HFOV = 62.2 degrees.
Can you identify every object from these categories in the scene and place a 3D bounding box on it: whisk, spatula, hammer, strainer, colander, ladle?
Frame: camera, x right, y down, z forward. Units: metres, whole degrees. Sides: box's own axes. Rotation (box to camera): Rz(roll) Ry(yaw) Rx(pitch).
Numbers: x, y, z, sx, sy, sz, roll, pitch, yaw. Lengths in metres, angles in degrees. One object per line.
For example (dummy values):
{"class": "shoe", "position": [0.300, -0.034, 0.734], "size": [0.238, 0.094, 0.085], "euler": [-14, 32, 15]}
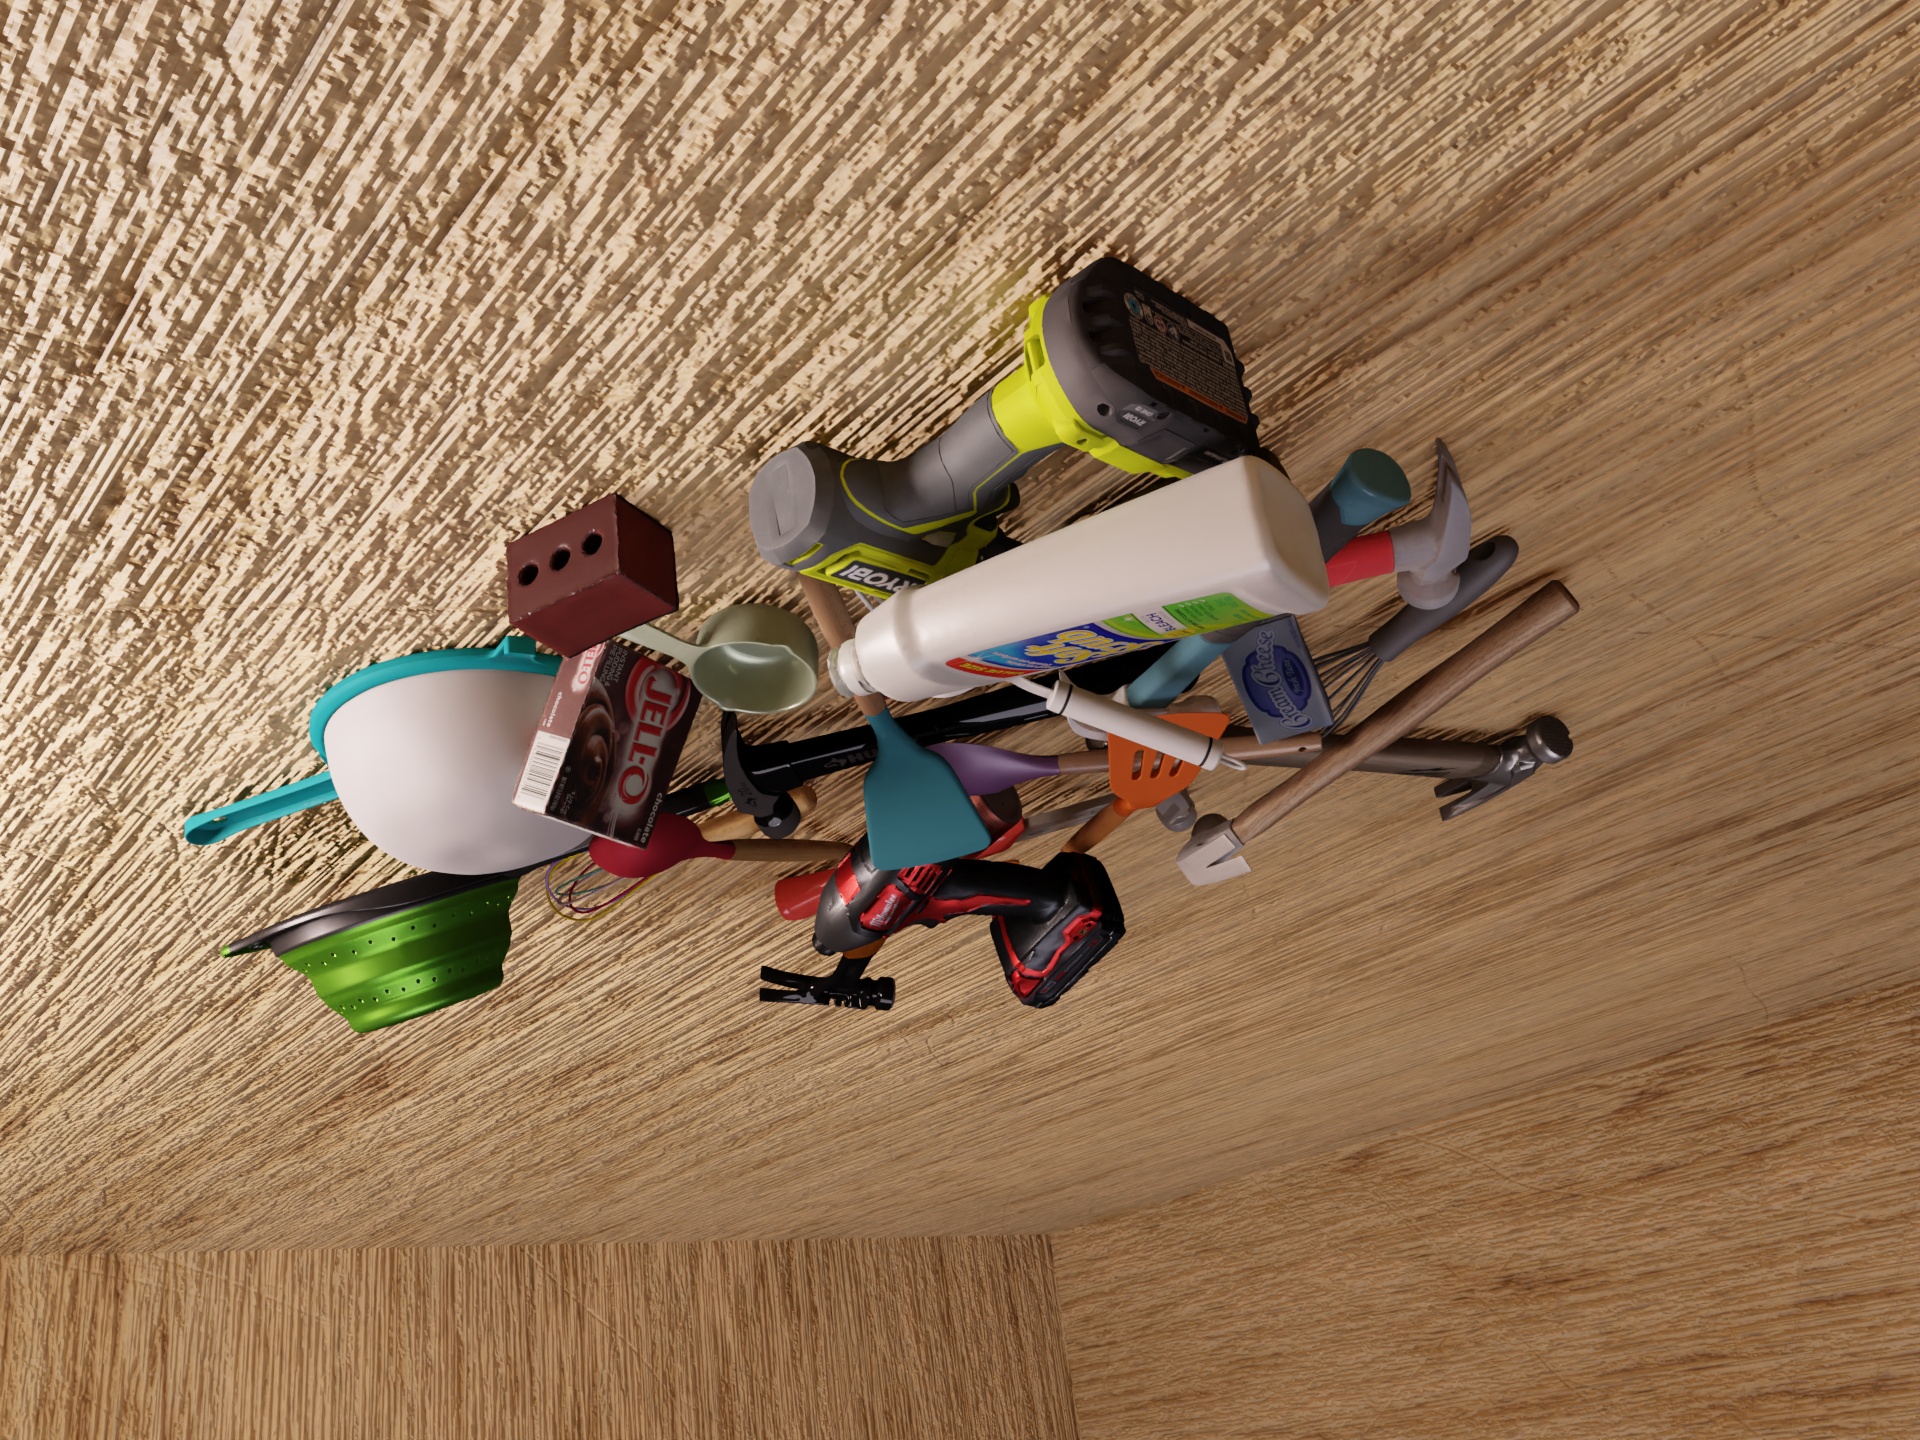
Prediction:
{"class": "whisk", "position": [0.286, -0.052, 1.074], "size": [0.055, 0.055, 0.239], "euler": [8, 145, -31]}
{"class": "spatula", "position": [0.110, 0.058, 1.142], "size": [0.081, 0.041, 0.322], "euler": [-5, 165, -11]}
{"class": "hammer", "position": [0.156, -0.059, 0.918], "size": [0.128, 0.033, 0.331], "euler": [-1, 158, -20]}
{"class": "whisk", "position": [-0.217, 0.102, 1.229], "size": [0.245, 0.047, 0.051], "euler": [-21, 151, 17]}
{"class": "hammer", "position": [0.284, 0.013, 1.113], "size": [0.331, 0.031, 0.130], "euler": [-39, 180, 22]}
{"class": "spatula", "position": [-0.057, -0.016, 0.960], "size": [0.082, 0.044, 0.317], "euler": [-13, 140, 8]}
{"class": "hammer", "position": [0.277, 0.028, 1.243], "size": [0.410, 0.038, 0.146], "euler": [5, 153, -25]}
{"class": "strainer", "position": [0.050, -0.015, 0.937], "size": [0.258, 0.050, 0.087], "euler": [20, 160, -5]}
{"class": "strainer", "position": [-0.364, 0.061, 1.034], "size": [0.340, 0.095, 0.210], "euler": [-17, 153, 14]}
{"class": "colander", "position": [-0.323, 0.141, 1.159], "size": [0.397, 0.094, 0.204], "euler": [-19, 177, 2]}
{"class": "hammer", "position": [0.112, -0.077, 0.968], "size": [0.386, 0.038, 0.143], "euler": [-12, 153, 8]}
{"class": "hammer", "position": [0.008, 0.099, 1.302], "size": [0.359, 0.037, 0.149], "euler": [-17, 153, 16]}
{"class": "spatula", "position": [0.095, 0.027, 1.129], "size": [0.316, 0.018, 0.059], "euler": [-5, 135, 11]}
{"class": "hammer", "position": [-0.089, 0.185, 1.353], "size": [0.127, 0.034, 0.336], "euler": [7, 153, -12]}
{"class": "hammer", "position": [-0.002, -0.003, 1.075], "size": [0.335, 0.035, 0.146], "euler": [-15, 145, 6]}
{"class": "ladle", "position": [-0.159, 0.095, 1.172], "size": [0.069, 0.031, 0.315], "euler": [-34, 162, 19]}

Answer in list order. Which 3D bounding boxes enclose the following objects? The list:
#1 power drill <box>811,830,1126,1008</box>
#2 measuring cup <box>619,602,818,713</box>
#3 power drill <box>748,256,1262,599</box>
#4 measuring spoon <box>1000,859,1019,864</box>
{"class": "power drill", "position": [0.001, 0.141, 1.179], "size": [0.219, 0.079, 0.143], "euler": [19, 125, -35]}
{"class": "measuring cup", "position": [-0.160, -0.055, 0.940], "size": [0.167, 0.038, 0.083], "euler": [23, 142, -24]}
{"class": "power drill", "position": [0.032, -0.123, 0.805], "size": [0.228, 0.080, 0.190], "euler": [-26, 154, 37]}
{"class": "measuring spoon", "position": [-0.003, 0.136, 1.319], "size": [0.117, 0.011, 0.021], "euler": [-20, 152, 21]}
